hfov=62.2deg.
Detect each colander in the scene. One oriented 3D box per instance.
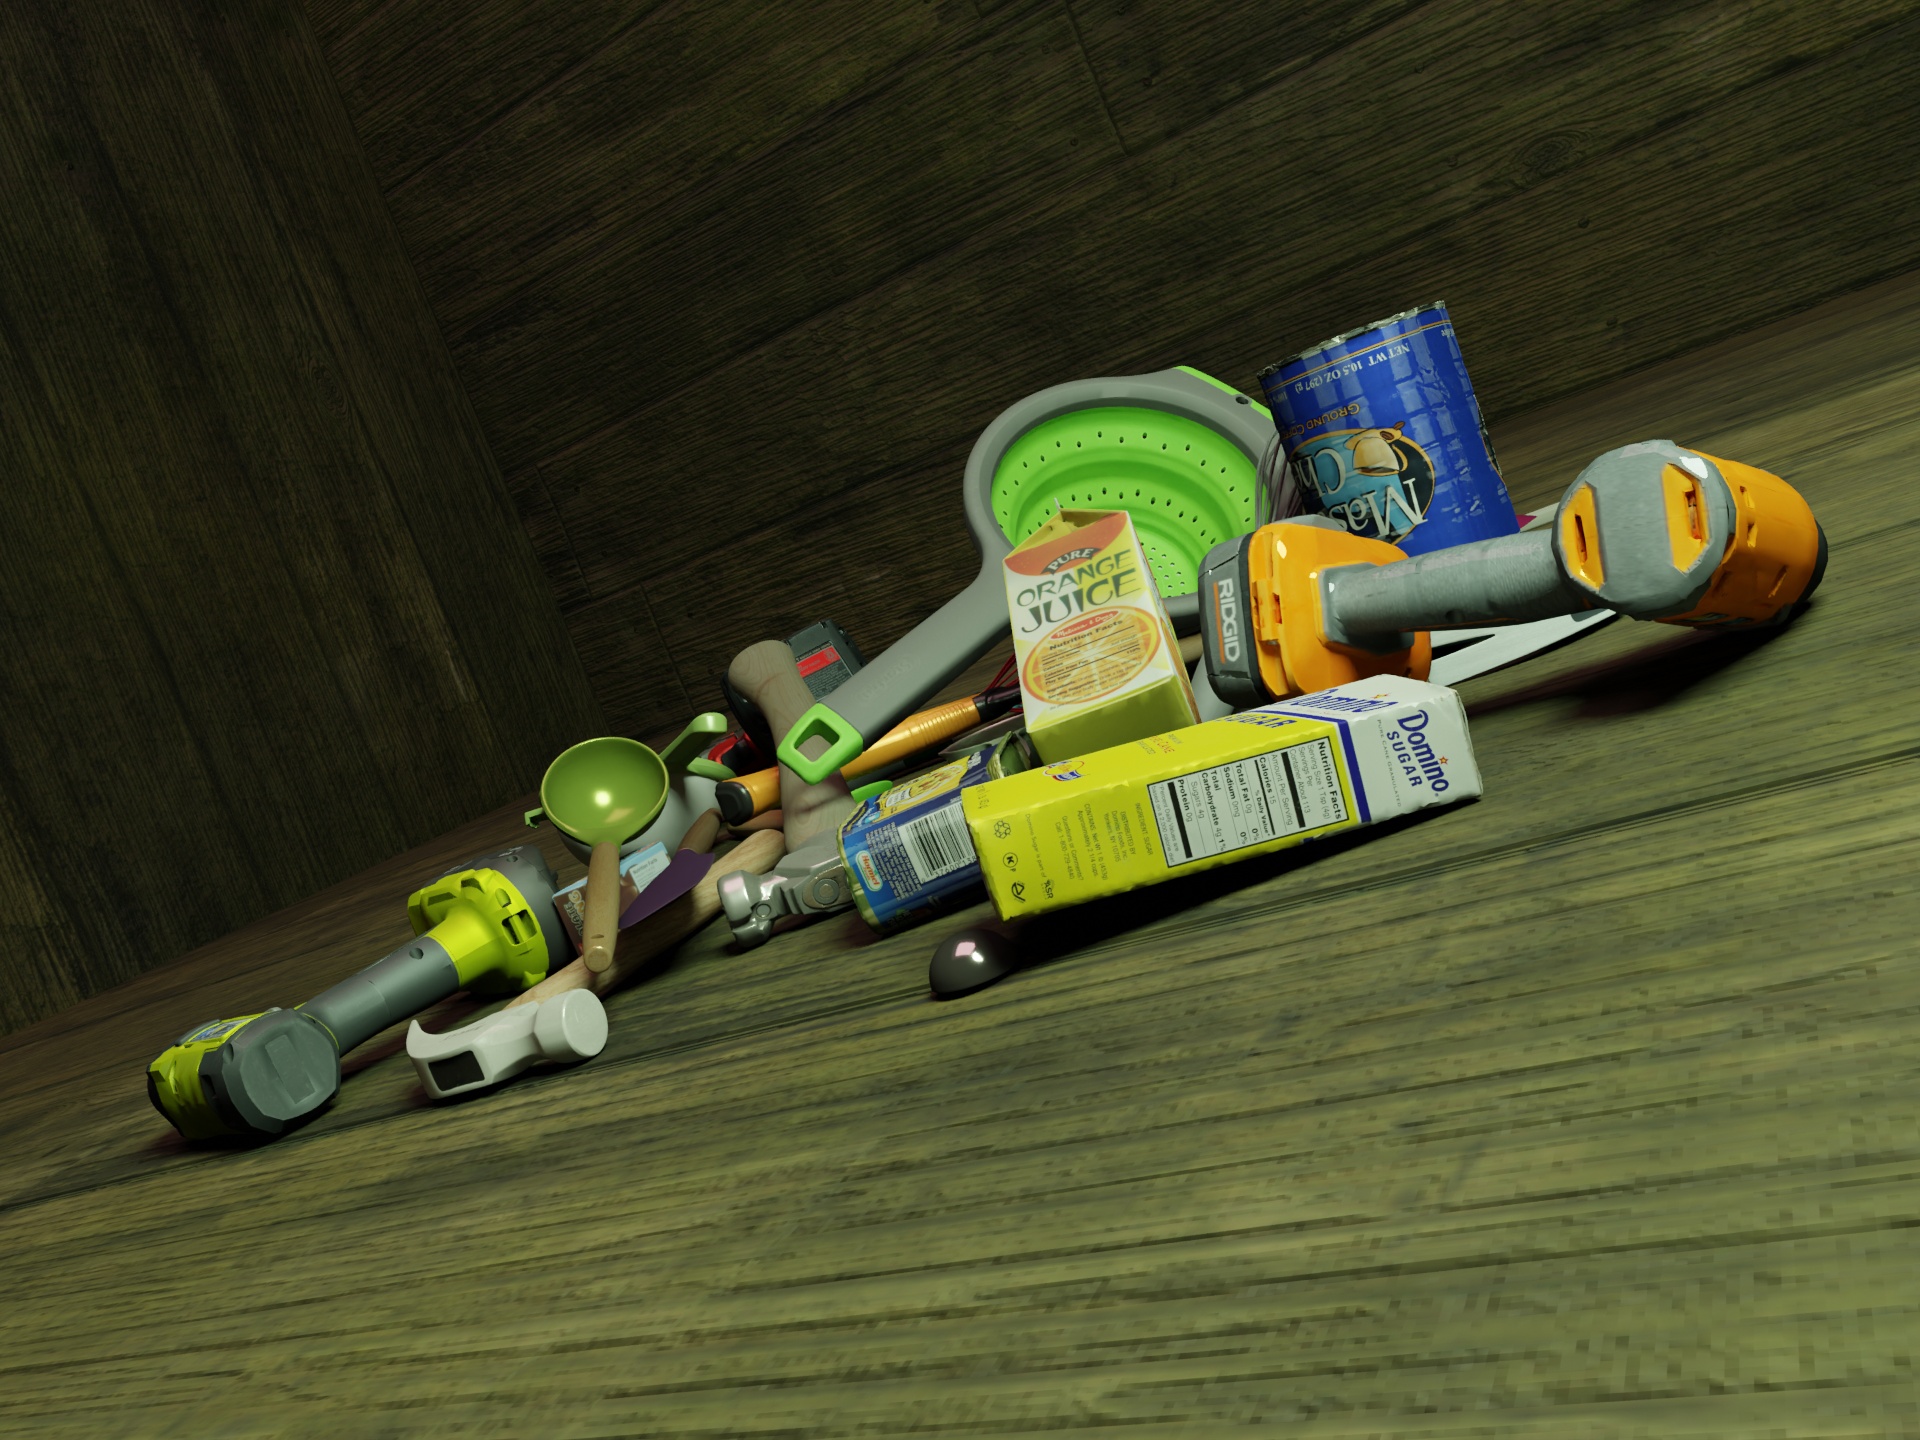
[{"bbox_3d":[0.047,-0.067,0.953,0.397,0.205,0.094,-40,-27,-27],"label":"colander"}]

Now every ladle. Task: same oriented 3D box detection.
[{"bbox_3d":[-0.194,0.068,0.863,0.078,0.062,0.320,-7,11,-10],"label":"ladle"}]

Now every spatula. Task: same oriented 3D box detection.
[{"bbox_3d":[-0.160,0.079,0.931,0.060,0.018,0.316,-32,6,0],"label":"spatula"}]

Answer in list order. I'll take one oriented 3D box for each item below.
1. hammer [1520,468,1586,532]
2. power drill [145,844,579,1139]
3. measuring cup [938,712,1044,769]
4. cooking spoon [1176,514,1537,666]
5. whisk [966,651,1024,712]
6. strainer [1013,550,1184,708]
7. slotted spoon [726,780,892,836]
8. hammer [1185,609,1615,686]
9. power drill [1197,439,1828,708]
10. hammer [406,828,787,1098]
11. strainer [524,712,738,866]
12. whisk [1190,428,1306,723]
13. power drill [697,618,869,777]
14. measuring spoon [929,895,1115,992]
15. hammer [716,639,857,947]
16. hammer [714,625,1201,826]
[{"bbox_3d":[0.299,-0.102,1.113,0.359,0.036,0.149,-20,6,13],"label":"hammer"},{"bbox_3d":[-0.344,0.159,0.912,0.171,0.080,0.223,-16,11,44],"label":"power drill"},{"bbox_3d":[0.032,0.027,0.917,0.083,0.038,0.167,-22,8,2],"label":"measuring cup"},{"bbox_3d":[0.207,-0.071,0.942,0.319,0.017,0.069,-22,8,-16],"label":"cooking spoon"},{"bbox_3d":[0.029,-0.017,1.253,0.073,0.073,0.296,-27,1,-42],"label":"whisk"},{"bbox_3d":[0.173,-0.110,1.352,0.340,0.095,0.211,-29,9,-41],"label":"strainer"},{"bbox_3d":[-0.119,0.071,1.124,0.070,0.031,0.314,-24,4,-23],"label":"slotted spoon"},{"bbox_3d":[0.212,-0.039,0.880,0.128,0.033,0.331,-24,6,-32],"label":"hammer"},{"bbox_3d":[0.233,-0.055,0.663,0.164,0.084,0.226,1,-8,-44],"label":"power drill"},{"bbox_3d":[-0.175,0.119,0.859,0.130,0.031,0.331,-19,6,21],"label":"hammer"},{"bbox_3d":[-0.219,0.064,1.167,0.151,0.069,0.256,2,-20,-27],"label":"strainer"},{"bbox_3d":[0.169,-0.085,0.888,0.055,0.055,0.239,-13,45,56],"label":"whisk"},{"bbox_3d":[-0.179,0.020,1.327,0.188,0.080,0.226,-30,-8,-32],"label":"power drill"},{"bbox_3d":[0.034,0.070,0.605,0.124,0.018,0.034,-26,7,-40],"label":"measuring spoon"},{"bbox_3d":[-0.088,0.014,0.979,0.146,0.038,0.411,-21,21,-5],"label":"hammer"},{"bbox_3d":[-0.002,-0.003,1.064,0.337,0.034,0.127,-21,3,-6],"label":"hammer"}]
